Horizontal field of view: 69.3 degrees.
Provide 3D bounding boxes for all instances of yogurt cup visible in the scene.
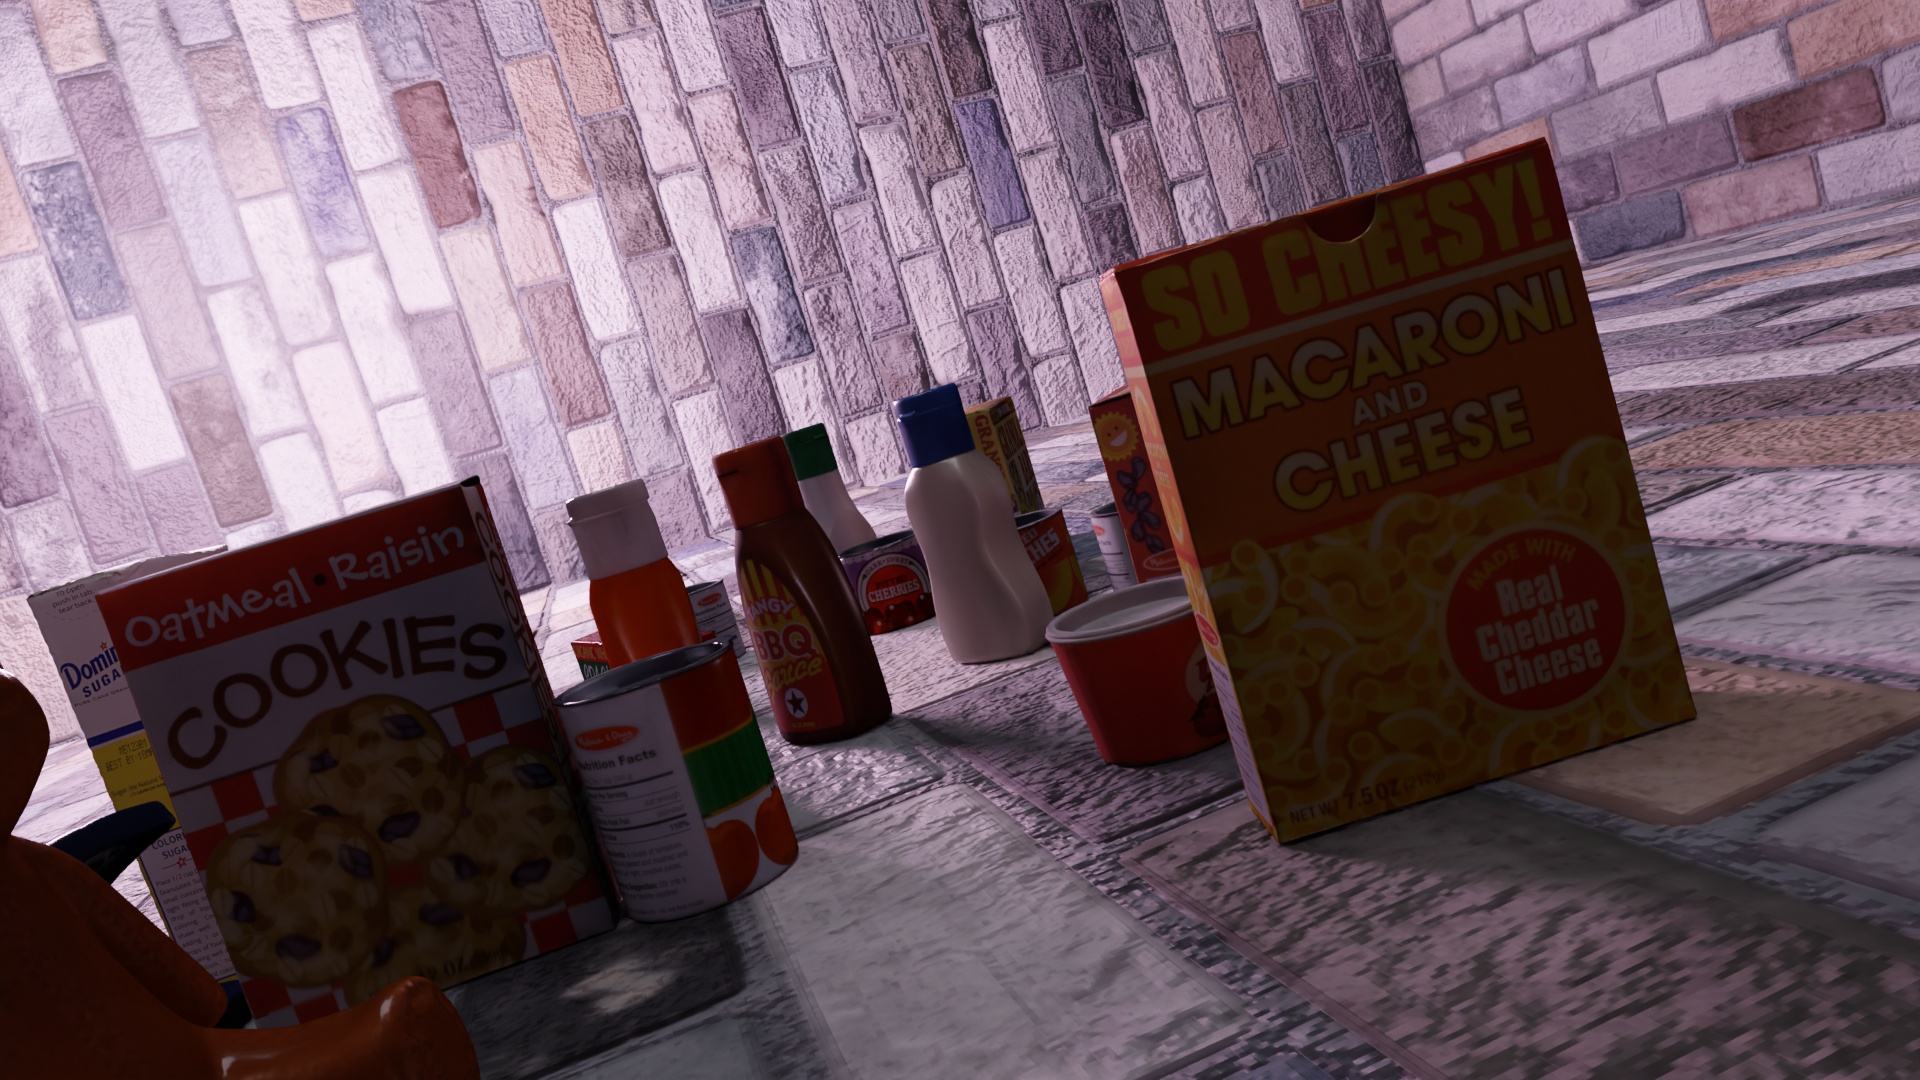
[{"bbox_3d":[0.070,0.048,0.508,0.072,0.054,0.072,-17,6,2],"label":"yogurt cup"}]

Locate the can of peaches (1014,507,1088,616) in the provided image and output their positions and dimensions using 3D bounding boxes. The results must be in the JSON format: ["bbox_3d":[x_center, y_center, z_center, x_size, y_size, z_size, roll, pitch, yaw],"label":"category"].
[{"bbox_3d":[0.038,0.017,0.830,0.071,0.058,0.071,-17,6,2],"label":"can of peaches"}]

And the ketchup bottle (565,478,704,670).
[{"bbox_3d":[-0.139,0.048,0.629,0.044,0.148,0.064,-19,6,-21],"label":"ketchup bottle"}]

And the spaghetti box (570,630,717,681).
[{"bbox_3d":[-0.209,0.086,0.921,0.029,0.050,0.249,-20,7,-29],"label":"spaghetti box"}]

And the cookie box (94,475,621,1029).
[{"bbox_3d":[-0.206,0.075,0.489,0.123,0.167,0.040,-18,6,-9],"label":"cookie box"}]

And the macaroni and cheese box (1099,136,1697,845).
[{"bbox_3d":[0.122,-0.014,0.393,0.124,0.166,0.040,-17,6,-1],"label":"macaroni and cheese box"}]

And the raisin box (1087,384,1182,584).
[{"bbox_3d":[0.100,-0.013,0.634,0.040,0.123,0.086,-15,6,20],"label":"raisin box"}]

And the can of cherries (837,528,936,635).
[{"bbox_3d":[-0.047,0.028,0.956,0.071,0.058,0.071,-17,6,2],"label":"can of cherries"}]

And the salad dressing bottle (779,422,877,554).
[{"bbox_3d":[-0.100,-0.016,1.067,0.064,0.147,0.044,-23,8,-42],"label":"salad dressing bottle"}]

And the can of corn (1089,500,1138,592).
[{"bbox_3d":[0.113,0.003,0.757,0.071,0.058,0.071,-17,6,2],"label":"can of corn"}]

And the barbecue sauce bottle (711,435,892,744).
[{"bbox_3d":[-0.082,0.024,0.683,0.064,0.148,0.044,-12,8,42],"label":"barbecue sauce bottle"}]

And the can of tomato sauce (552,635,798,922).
[{"bbox_3d":[-0.101,0.085,0.506,0.071,0.083,0.071,-17,6,2],"label":"can of tomato sauce"}]

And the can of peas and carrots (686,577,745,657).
[{"bbox_3d":[-0.201,0.066,1.035,0.071,0.058,0.071,-17,6,2],"label":"can of peas and carrots"}]

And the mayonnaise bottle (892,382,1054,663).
[{"bbox_3d":[0.003,-0.009,0.746,0.064,0.148,0.041,-12,8,41],"label":"mayonnaise bottle"}]

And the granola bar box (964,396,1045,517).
[{"bbox_3d":[0.031,-0.042,1.058,0.039,0.124,0.166,-16,6,10],"label":"granola bar box"}]
